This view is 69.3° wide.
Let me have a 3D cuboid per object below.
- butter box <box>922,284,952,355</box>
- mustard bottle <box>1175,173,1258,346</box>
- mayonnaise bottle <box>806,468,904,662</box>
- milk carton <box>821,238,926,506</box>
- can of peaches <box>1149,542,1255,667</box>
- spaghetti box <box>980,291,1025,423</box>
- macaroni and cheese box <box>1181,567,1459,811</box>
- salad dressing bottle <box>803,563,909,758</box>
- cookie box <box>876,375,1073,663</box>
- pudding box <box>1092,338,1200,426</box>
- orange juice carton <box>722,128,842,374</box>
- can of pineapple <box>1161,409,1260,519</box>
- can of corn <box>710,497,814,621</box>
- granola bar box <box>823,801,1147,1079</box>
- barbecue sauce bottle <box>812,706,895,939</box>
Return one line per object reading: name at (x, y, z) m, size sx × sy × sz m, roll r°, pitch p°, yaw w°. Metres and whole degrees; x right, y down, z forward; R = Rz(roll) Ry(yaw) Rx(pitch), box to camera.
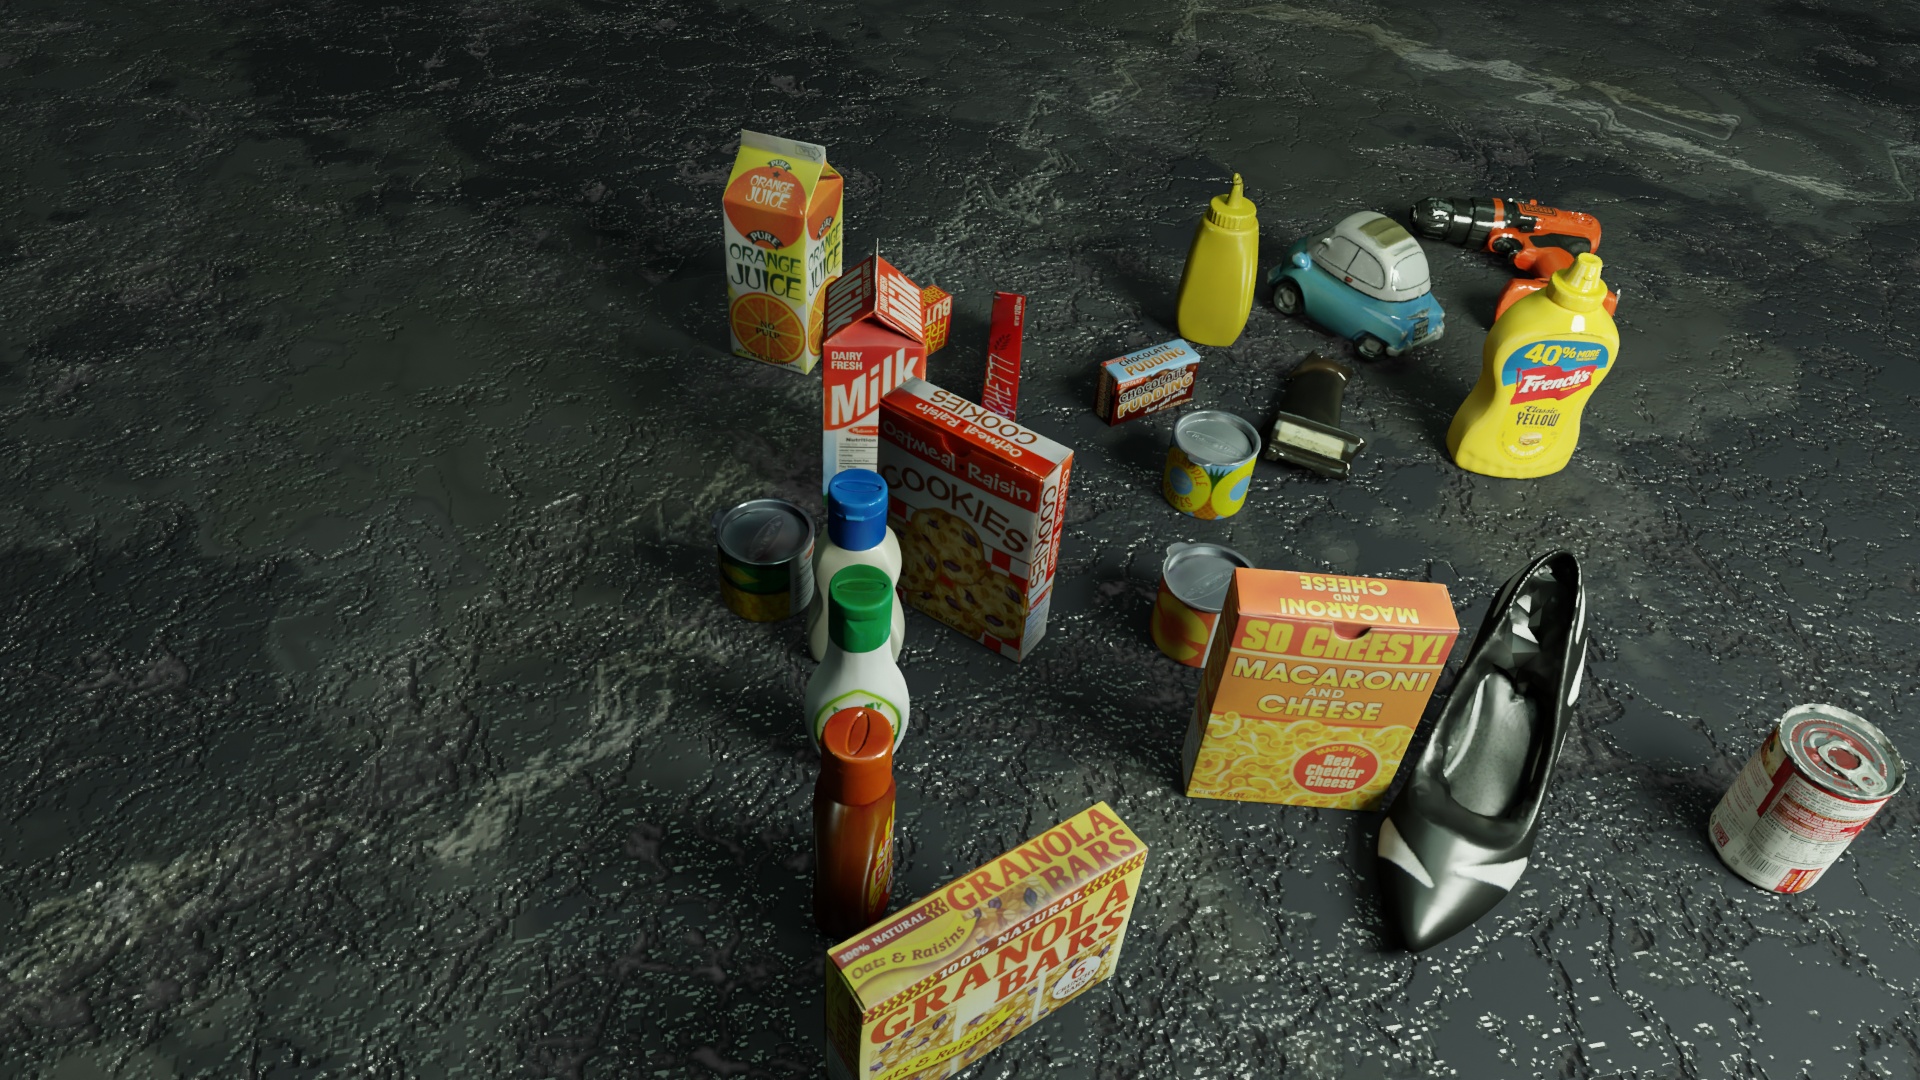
butter box at (-0.051, -0.169, 1.158) m, size 0.024 × 0.052 × 0.104 m, roll 34°, pitch 50°, yaw 27°
mustard bottle at (0.225, -0.242, 1.186) m, size 0.065 × 0.159 × 0.049 m, roll 14°, pitch 44°, yaw 9°
mayonnaise bottle at (-0.066, 0.021, 0.884) m, size 0.065 × 0.147 × 0.041 m, roll 5°, pitch 43°, yaw 0°
milk carton at (-0.063, -0.117, 1.001) m, size 0.073 × 0.189 × 0.073 m, roll 1°, pitch 43°, yaw -5°
can of peaches at (0.165, 0.043, 0.949) m, size 0.071 × 0.057 × 0.071 m, roll 3°, pitch 43°, yaw -3°
spaghetti box at (0.030, -0.108, 1.103) m, size 0.029 × 0.049 × 0.251 m, roll 6°, pitch 43°, yaw 1°
macaroni and cheese box at (0.207, 0.093, 0.821) m, size 0.124 × 0.165 × 0.040 m, roll 4°, pitch 43°, yaw -1°
salad dressing bottle at (-0.061, 0.078, 0.824) m, size 0.064 × 0.146 × 0.044 m, roll -1°, pitch 43°, yaw -6°
cookie box at (0.003, -0.011, 0.911) m, size 0.123 × 0.166 × 0.040 m, roll 27°, pitch 47°, yaw 21°
pudding box at (0.152, -0.130, 1.139) m, size 0.084 × 0.049 × 0.030 m, roll -19°, pitch 48°, yaw -24°
orange juice carton at (-0.142, -0.236, 1.119) m, size 0.072 × 0.191 × 0.073 m, roll 17°, pitch 44°, yaw 12°
can of pineapple at (0.189, -0.057, 1.059) m, size 0.071 × 0.057 × 0.071 m, roll 3°, pitch 43°, yaw -3°
can of corn at (-0.135, 0.013, 0.951) m, size 0.071 × 0.058 × 0.071 m, roll 3°, pitch 43°, yaw -3°
granola bar box at (0.011, 0.214, 0.703) m, size 0.166 × 0.123 × 0.039 m, roll -23°, pitch 50°, yaw -27°
barbecue sauce bottle at (-0.057, 0.150, 0.747) m, size 0.044 × 0.147 × 0.065 m, roll 10°, pitch 43°, yaw 5°
